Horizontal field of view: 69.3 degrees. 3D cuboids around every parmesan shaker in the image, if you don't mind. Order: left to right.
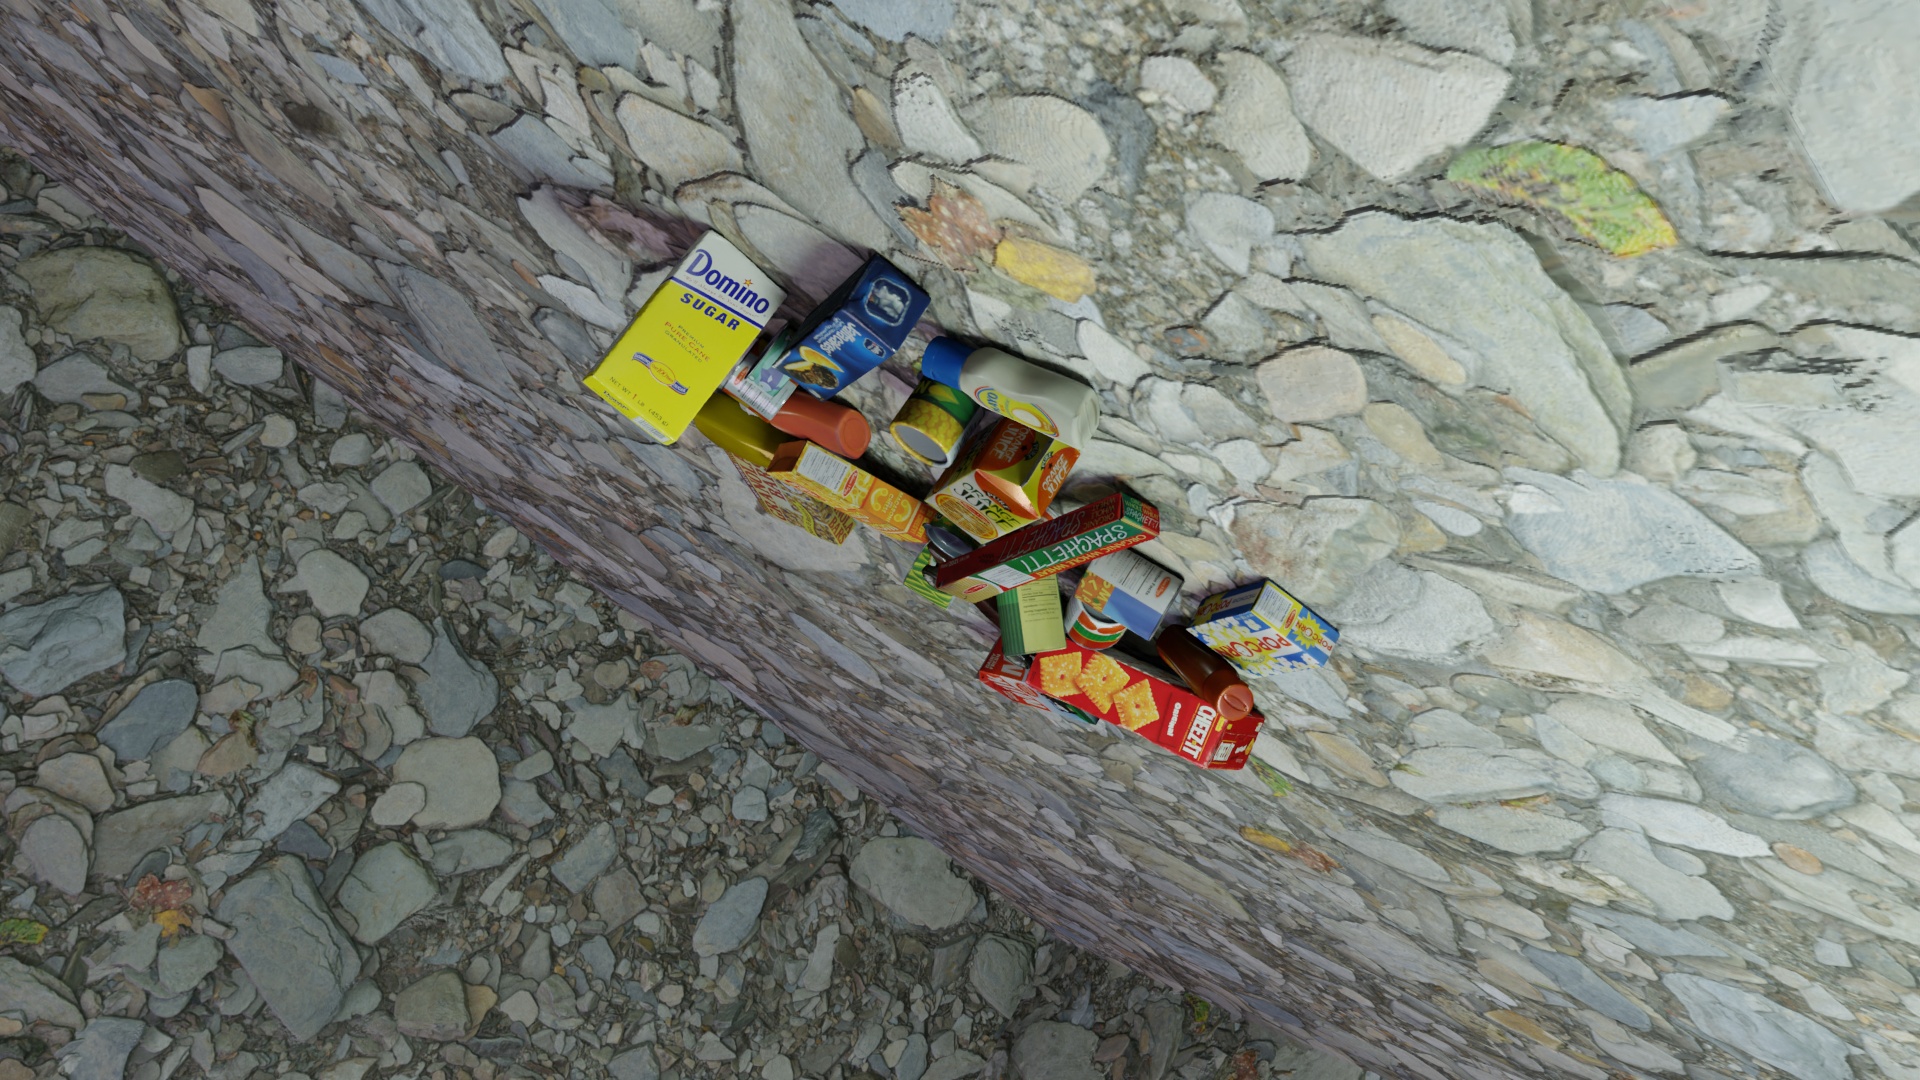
[{"bbox_3d":[0.067,0.063,1.413,0.071,0.103,0.071,-7,173,-1],"label":"parmesan shaker"}]

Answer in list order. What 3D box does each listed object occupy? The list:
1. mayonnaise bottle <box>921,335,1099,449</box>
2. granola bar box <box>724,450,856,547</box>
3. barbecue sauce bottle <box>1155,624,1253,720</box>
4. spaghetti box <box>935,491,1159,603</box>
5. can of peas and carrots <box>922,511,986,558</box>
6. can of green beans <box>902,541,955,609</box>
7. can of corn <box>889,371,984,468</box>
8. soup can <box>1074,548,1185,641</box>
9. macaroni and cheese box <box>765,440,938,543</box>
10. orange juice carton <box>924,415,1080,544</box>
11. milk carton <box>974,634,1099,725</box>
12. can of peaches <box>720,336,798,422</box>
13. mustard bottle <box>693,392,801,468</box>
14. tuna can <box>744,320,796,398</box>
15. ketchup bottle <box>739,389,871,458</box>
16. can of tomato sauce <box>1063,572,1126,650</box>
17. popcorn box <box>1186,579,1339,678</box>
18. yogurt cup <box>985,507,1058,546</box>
[{"bbox_3d":[0.039,-0.124,1.119,0.148,0.041,0.064,25,161,22],"label":"mayonnaise bottle"},{"bbox_3d":[-0.206,-0.067,1.668,0.124,0.039,0.165,24,159,25],"label":"granola bar box"},{"bbox_3d":[0.238,0.128,1.333,0.065,0.043,0.149,35,-174,-17],"label":"barbecue sauce bottle"},{"bbox_3d":[0.076,0.010,1.275,0.050,0.029,0.249,23,150,-35],"label":"spaghetti box"},{"bbox_3d":[0.005,-0.018,1.414,0.071,0.059,0.070,30,161,12],"label":"can of peas and carrots"},{"bbox_3d":[-0.025,0.038,1.590,0.058,0.071,0.071,31,161,5],"label":"can of green beans"},{"bbox_3d":[-0.023,-0.108,1.235,0.071,0.058,0.071,29,161,11],"label":"can of corn"},{"bbox_3d":[0.158,0.048,1.311,0.084,0.071,0.071,30,161,10],"label":"soup can"},{"bbox_3d":[-0.116,-0.051,1.487,0.166,0.040,0.123,28,173,-19],"label":"macaroni and cheese box"},{"bbox_3d":[0.041,-0.059,1.231,0.073,0.072,0.192,37,162,-10],"label":"orange juice carton"},{"bbox_3d":[0.095,0.157,1.683,0.190,0.072,0.073,11,152,49],"label":"milk carton"},{"bbox_3d":[-0.194,-0.160,1.378,0.058,0.071,0.071,36,161,-10],"label":"can of peaches"},{"bbox_3d":[-0.225,-0.113,1.568,0.160,0.049,0.065,27,160,16],"label":"mustard bottle"},{"bbox_3d":[-0.171,-0.171,1.312,0.033,0.071,0.071,37,161,-14],"label":"tuna can"},{"bbox_3d":[-0.164,-0.130,1.434,0.149,0.043,0.064,22,162,31],"label":"ketchup bottle"},{"bbox_3d":[0.143,0.067,1.390,0.071,0.071,0.082,31,161,6],"label":"can of tomato sauce"},{"bbox_3d":[0.272,0.082,1.257,0.085,0.038,0.126,35,161,-8],"label":"popcorn box"},{"bbox_3d":[0.060,-0.007,1.359,0.072,0.054,0.072,30,161,11],"label":"yogurt cup"}]
